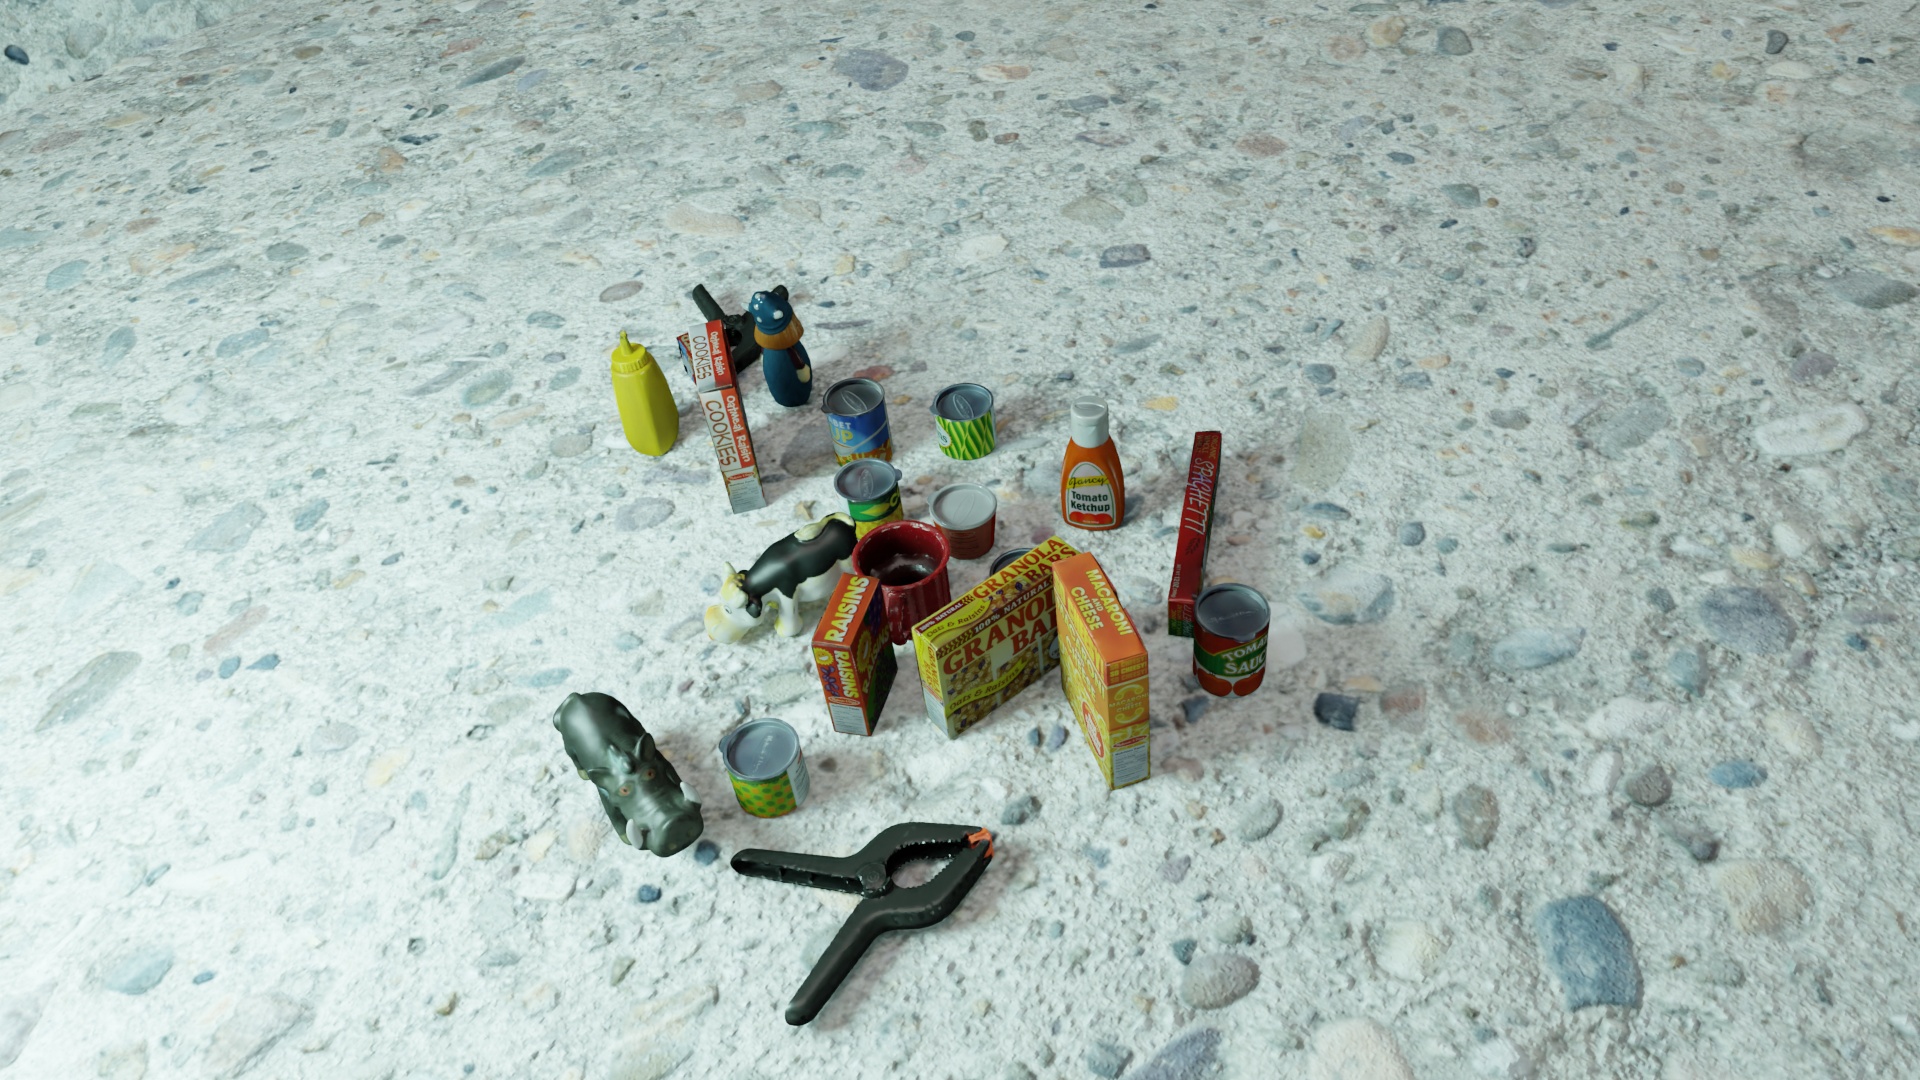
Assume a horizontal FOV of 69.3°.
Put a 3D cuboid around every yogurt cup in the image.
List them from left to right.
[{"bbox_3d":[0.005,-0.018,1.401,0.072,0.053,0.073,-4,44,4],"label":"yogurt cup"}]

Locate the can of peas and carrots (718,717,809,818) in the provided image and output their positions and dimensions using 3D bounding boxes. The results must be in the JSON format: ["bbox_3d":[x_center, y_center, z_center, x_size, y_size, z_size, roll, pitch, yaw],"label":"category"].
[{"bbox_3d":[-0.169,0.196,1.198,0.071,0.058,0.071,-4,44,4],"label":"can of peas and carrots"}]

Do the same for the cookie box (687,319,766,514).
[{"bbox_3d":[-0.246,-0.131,1.470,0.040,0.166,0.123,-13,44,-6],"label":"cookie box"}]

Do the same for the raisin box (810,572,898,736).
[{"bbox_3d":[-0.093,0.102,1.239,0.040,0.122,0.086,8,46,15],"label":"raisin box"}]

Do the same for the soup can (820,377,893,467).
[{"bbox_3d":[-0.112,-0.123,1.505,0.071,0.083,0.072,-4,44,4],"label":"soup can"}]

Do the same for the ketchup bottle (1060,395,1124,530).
[{"bbox_3d":[0.130,-0.076,1.377,0.065,0.148,0.044,5,45,13],"label":"ketchup bottle"}]

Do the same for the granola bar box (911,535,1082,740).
[{"bbox_3d":[0.038,0.086,1.239,0.166,0.123,0.039,-32,49,-24],"label":"granola bar box"}]

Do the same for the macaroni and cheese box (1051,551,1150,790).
[{"bbox_3d":[0.120,0.110,1.172,0.040,0.165,0.124,-16,44,-9],"label":"macaroni and cheese box"}]

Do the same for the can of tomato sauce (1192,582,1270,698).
[{"bbox_3d":[0.241,0.091,1.236,0.071,0.082,0.071,-4,44,4],"label":"can of tomato sauce"}]

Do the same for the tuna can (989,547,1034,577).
[{"bbox_3d":[0.064,0.041,1.347,0.071,0.032,0.071,-4,44,4],"label":"tuna can"}]

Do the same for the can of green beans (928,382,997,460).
[{"bbox_3d":[0.006,-0.129,1.514,0.071,0.057,0.071,-4,44,4],"label":"can of green beans"}]

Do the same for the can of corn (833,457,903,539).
[{"bbox_3d":[-0.092,-0.043,1.437,0.071,0.058,0.071,-4,44,4],"label":"can of corn"}]

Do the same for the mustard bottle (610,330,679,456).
[{"bbox_3d":[-0.352,-0.168,1.528,0.049,0.159,0.066,8,46,15],"label":"mustard bottle"}]

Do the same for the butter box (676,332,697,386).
[{"bbox_3d":[-0.300,-0.198,1.630,0.024,0.052,0.104,-25,46,-17],"label":"butter box"}]

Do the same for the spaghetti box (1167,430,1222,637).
[{"bbox_3d":[0.232,-0.012,1.368,0.029,0.050,0.251,5,45,13],"label":"spaghetti box"}]
